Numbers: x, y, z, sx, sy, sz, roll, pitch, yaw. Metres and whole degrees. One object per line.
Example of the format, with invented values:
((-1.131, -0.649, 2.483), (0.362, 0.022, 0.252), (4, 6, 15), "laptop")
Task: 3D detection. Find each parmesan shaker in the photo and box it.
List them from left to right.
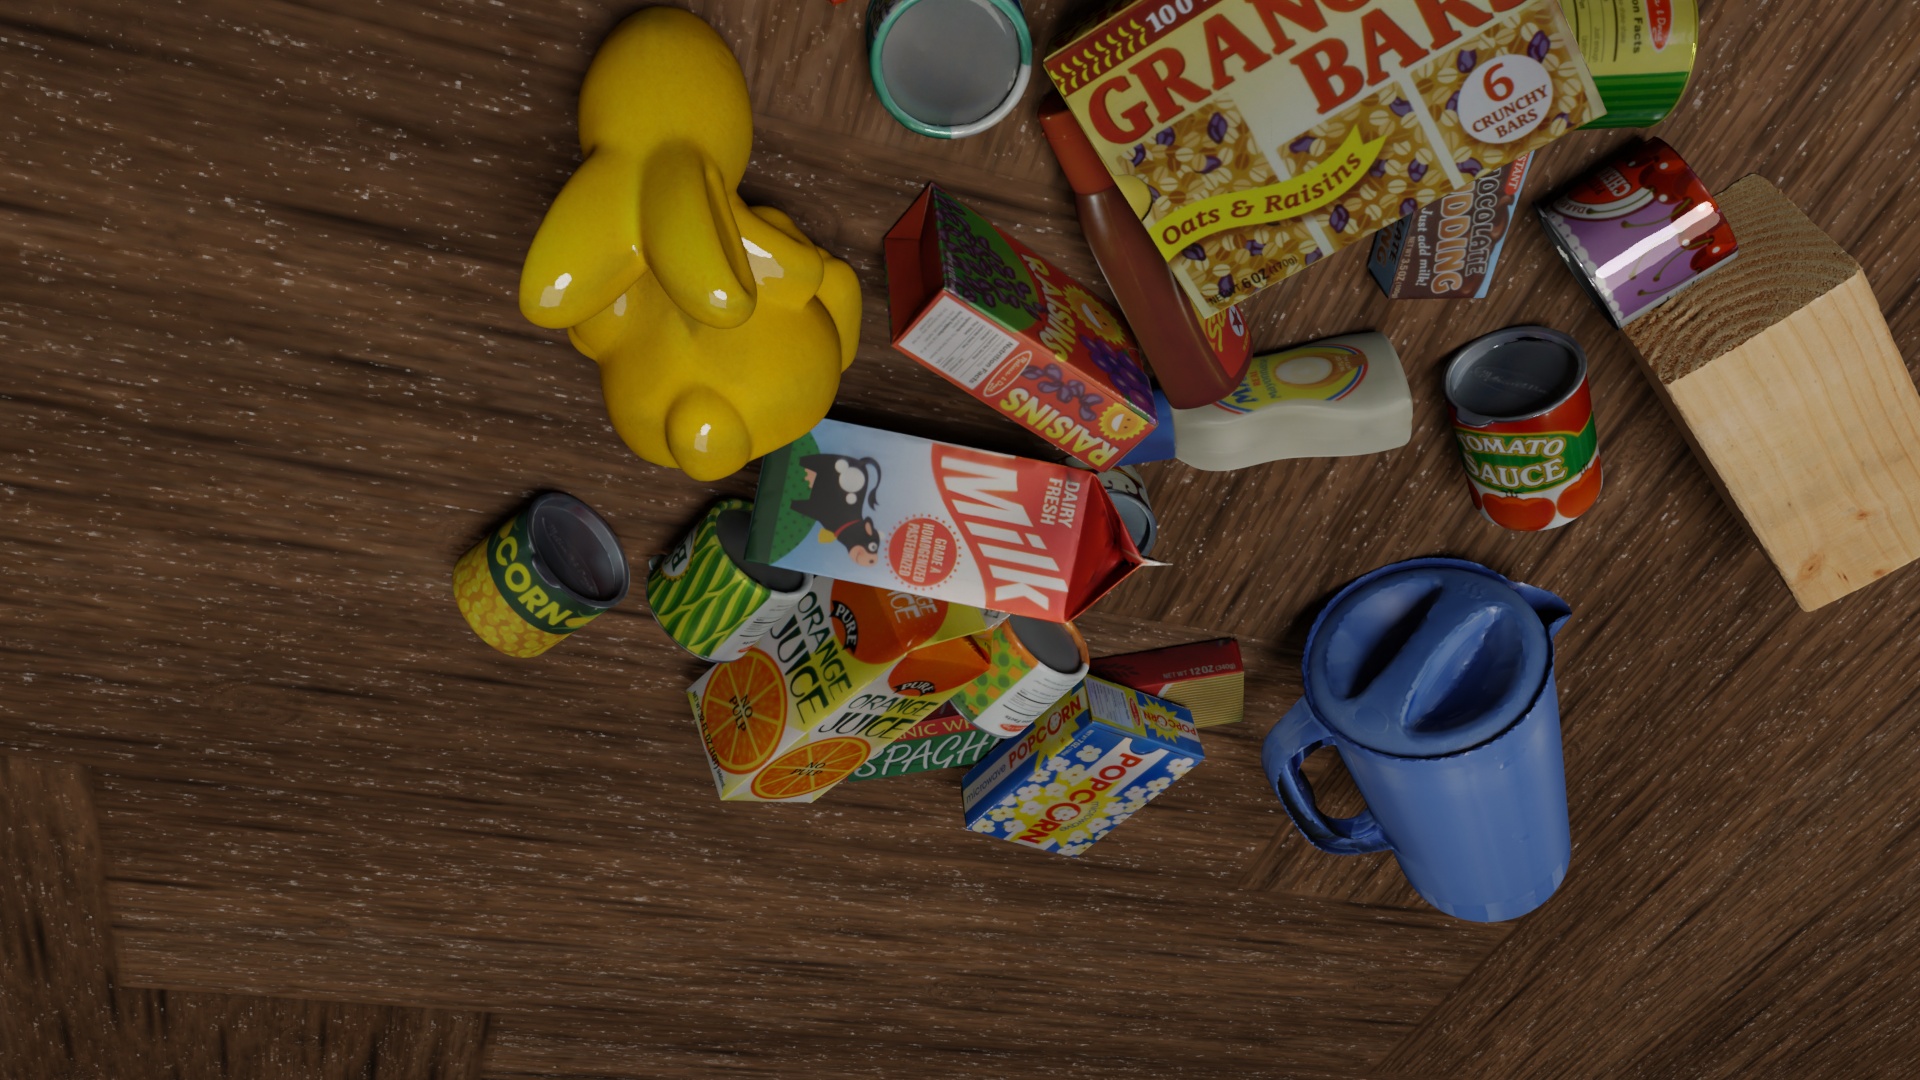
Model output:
((0.230, -0.201, 0.564), (0.103, 0.072, 0.071), (-4, 132, -2), "parmesan shaker")

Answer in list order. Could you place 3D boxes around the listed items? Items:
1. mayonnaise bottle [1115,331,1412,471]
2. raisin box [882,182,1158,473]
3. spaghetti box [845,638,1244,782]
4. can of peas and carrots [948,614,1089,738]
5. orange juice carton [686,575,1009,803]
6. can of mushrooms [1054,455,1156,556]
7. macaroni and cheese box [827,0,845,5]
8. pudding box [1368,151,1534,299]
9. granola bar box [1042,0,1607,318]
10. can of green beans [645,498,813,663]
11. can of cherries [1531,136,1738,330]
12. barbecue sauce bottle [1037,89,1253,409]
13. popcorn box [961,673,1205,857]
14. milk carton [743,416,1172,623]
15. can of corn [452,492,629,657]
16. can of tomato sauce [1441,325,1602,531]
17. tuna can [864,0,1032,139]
((0.139, -0.064, 0.679), (0.148, 0.065, 0.041), (-8, 135, 5), "mayonnaise bottle")
((0.027, -0.094, 0.618), (0.123, 0.086, 0.040), (29, 124, -29), "raisin box")
((0.046, 0.103, 0.839), (0.250, 0.029, 0.050), (-9, 134, 1), "spaghetti box")
((0.028, 0.066, 0.781), (0.071, 0.071, 0.058), (28, 123, -28), "can of peas and carrots")
((-0.055, 0.064, 0.749), (0.192, 0.072, 0.073), (-40, 148, 26), "orange juice carton")
((0.066, -0.012, 0.734), (0.071, 0.034, 0.070), (-4, 133, -4), "can of mushrooms")
((0.014, -0.269, 0.467), (0.166, 0.040, 0.123), (-19, 128, -3), "macaroni and cheese box")
((0.222, -0.151, 0.629), (0.050, 0.030, 0.083), (-2, 132, -7), "pudding box")
((0.133, -0.174, 0.518), (0.165, 0.039, 0.124), (-26, 116, 26), "granola bar box")
((-0.119, 0.020, 0.718), (0.071, 0.071, 0.057), (30, 122, -29), "can of green beans")
((0.303, -0.140, 0.625), (0.058, 0.072, 0.071), (-34, 127, 22), "can of cherries")
((0.082, -0.132, 0.611), (0.043, 0.065, 0.148), (-14, 125, 30), "barbecue sauce bottle")
((0.070, 0.136, 0.825), (0.085, 0.038, 0.126), (22, 131, -27), "popcorn box")
((0.002, -0.008, 0.658), (0.191, 0.072, 0.073), (11, 92, 0), "milk carton")
((-0.213, 0.019, 0.703), (0.058, 0.071, 0.071), (-32, 128, 22), "can of corn")
((0.283, -0.054, 0.698), (0.071, 0.071, 0.082), (-21, 131, 12), "can of tomato sauce")
((-0.006, -0.199, 0.555), (0.071, 0.033, 0.070), (-4, 133, -4), "tuna can")
